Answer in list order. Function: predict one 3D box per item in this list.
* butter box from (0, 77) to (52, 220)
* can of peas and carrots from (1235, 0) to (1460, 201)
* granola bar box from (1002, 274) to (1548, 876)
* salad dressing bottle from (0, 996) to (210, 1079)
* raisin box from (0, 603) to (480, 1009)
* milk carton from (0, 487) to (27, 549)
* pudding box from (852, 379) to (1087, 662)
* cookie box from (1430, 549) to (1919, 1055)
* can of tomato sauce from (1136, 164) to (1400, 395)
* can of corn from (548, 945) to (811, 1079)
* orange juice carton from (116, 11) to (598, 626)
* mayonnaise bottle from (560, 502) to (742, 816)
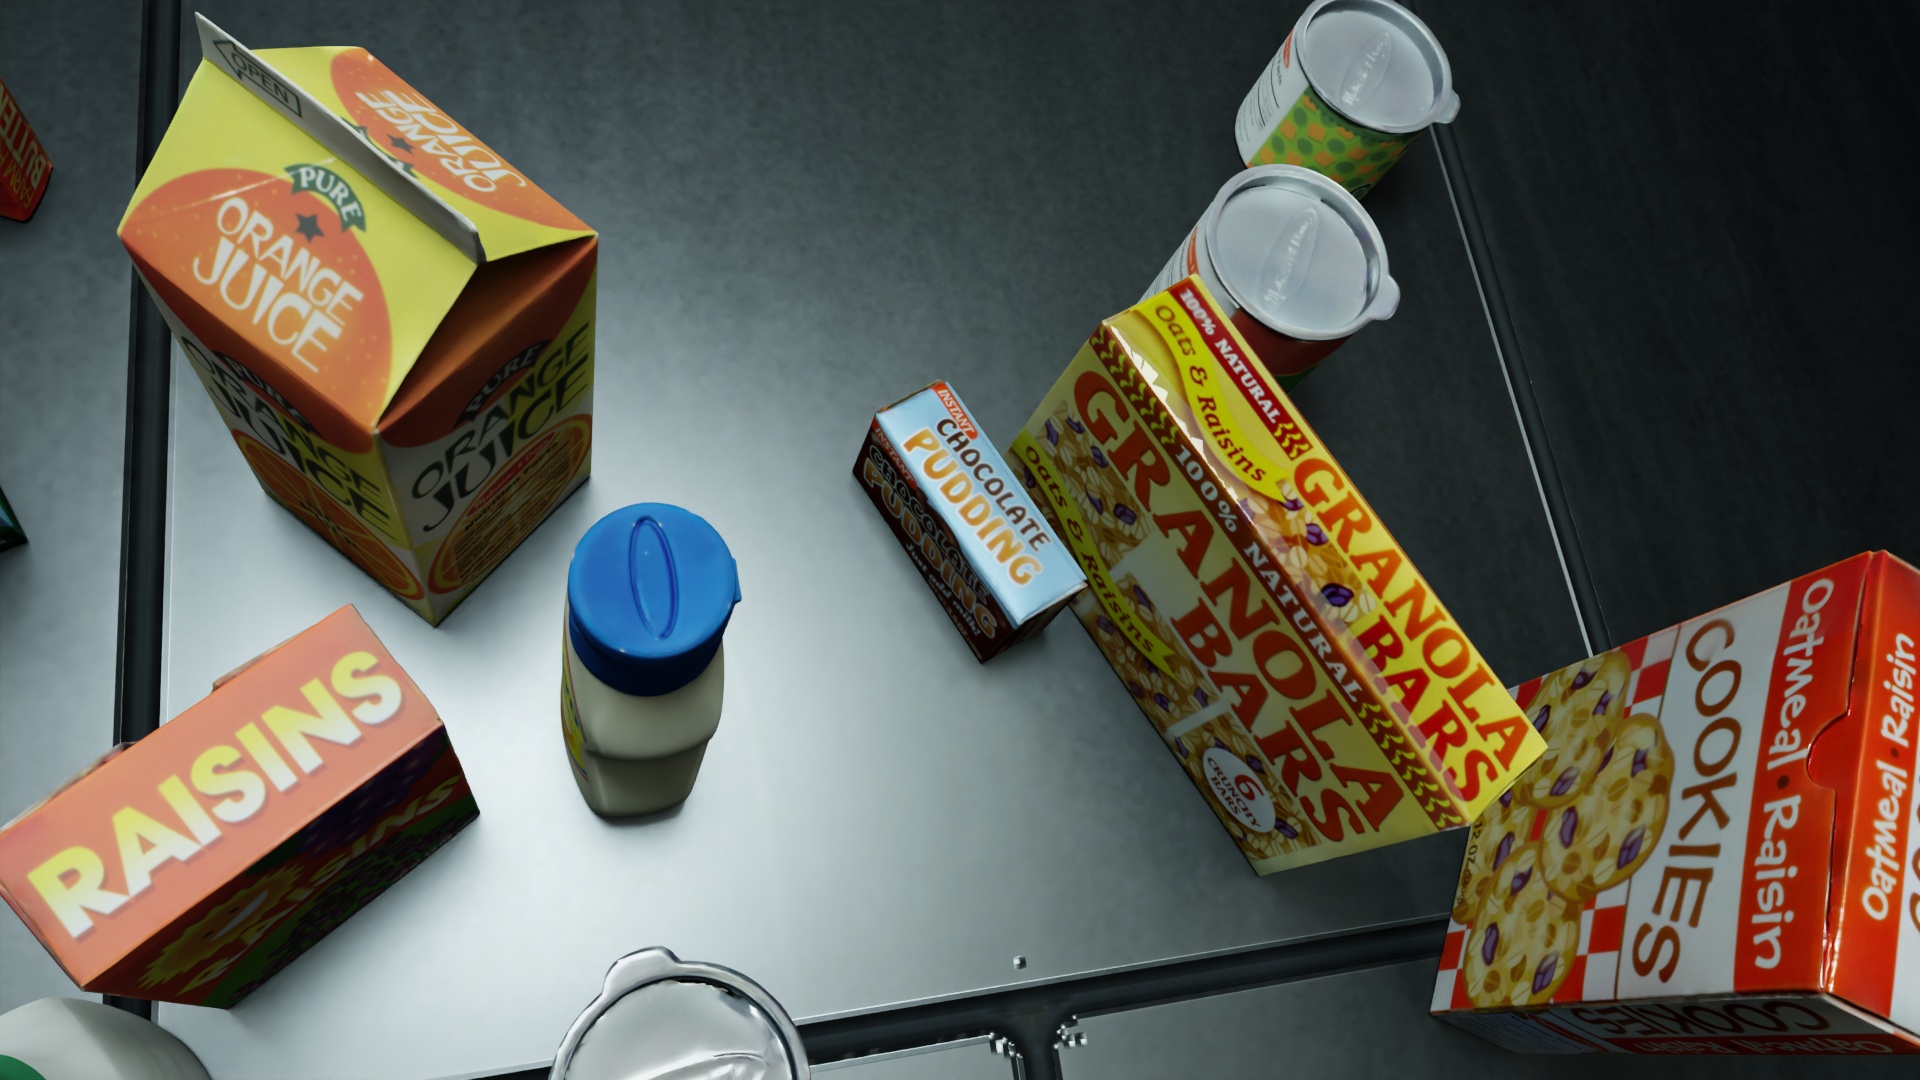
[{"bbox_3d":[-0.334,-0.131,0.411,0.103,0.053,0.024,15,67,-10],"label":"butter box"},{"bbox_3d":[0.154,-0.174,0.558,0.071,0.058,0.071,5,69,-13],"label":"can of peas and carrots"},{"bbox_3d":[0.084,0.018,0.431,0.039,0.123,0.165,-31,81,-23],"label":"granola bar box"},{"bbox_3d":[-0.201,0.129,0.298,0.044,0.147,0.064,-37,83,-24],"label":"salad dressing bottle"},{"bbox_3d":[-0.168,0.070,0.343,0.086,0.123,0.040,-38,84,-24],"label":"raisin box"},{"bbox_3d":[-0.297,-0.044,0.313,0.072,0.189,0.073,-29,80,-23],"label":"milk carton"},{"bbox_3d":[0.002,-0.006,0.458,0.030,0.049,0.084,-30,80,-23],"label":"pudding box"},{"bbox_3d":[0.214,0.087,0.417,0.040,0.166,0.123,26,66,-5],"label":"cookie box"},{"bbox_3d":[0.104,-0.082,0.497,0.071,0.082,0.071,5,69,-13],"label":"can of tomato sauce"},{"bbox_3d":[-0.078,0.147,0.374,0.071,0.058,0.071,5,69,-13],"label":"can of corn"},{"bbox_3d":[-0.145,-0.050,0.356,0.072,0.192,0.073,39,65,1],"label":"orange juice carton"},{"bbox_3d":[-0.085,0.032,0.366,0.041,0.147,0.065,-7,72,-17],"label":"mayonnaise bottle"}]
